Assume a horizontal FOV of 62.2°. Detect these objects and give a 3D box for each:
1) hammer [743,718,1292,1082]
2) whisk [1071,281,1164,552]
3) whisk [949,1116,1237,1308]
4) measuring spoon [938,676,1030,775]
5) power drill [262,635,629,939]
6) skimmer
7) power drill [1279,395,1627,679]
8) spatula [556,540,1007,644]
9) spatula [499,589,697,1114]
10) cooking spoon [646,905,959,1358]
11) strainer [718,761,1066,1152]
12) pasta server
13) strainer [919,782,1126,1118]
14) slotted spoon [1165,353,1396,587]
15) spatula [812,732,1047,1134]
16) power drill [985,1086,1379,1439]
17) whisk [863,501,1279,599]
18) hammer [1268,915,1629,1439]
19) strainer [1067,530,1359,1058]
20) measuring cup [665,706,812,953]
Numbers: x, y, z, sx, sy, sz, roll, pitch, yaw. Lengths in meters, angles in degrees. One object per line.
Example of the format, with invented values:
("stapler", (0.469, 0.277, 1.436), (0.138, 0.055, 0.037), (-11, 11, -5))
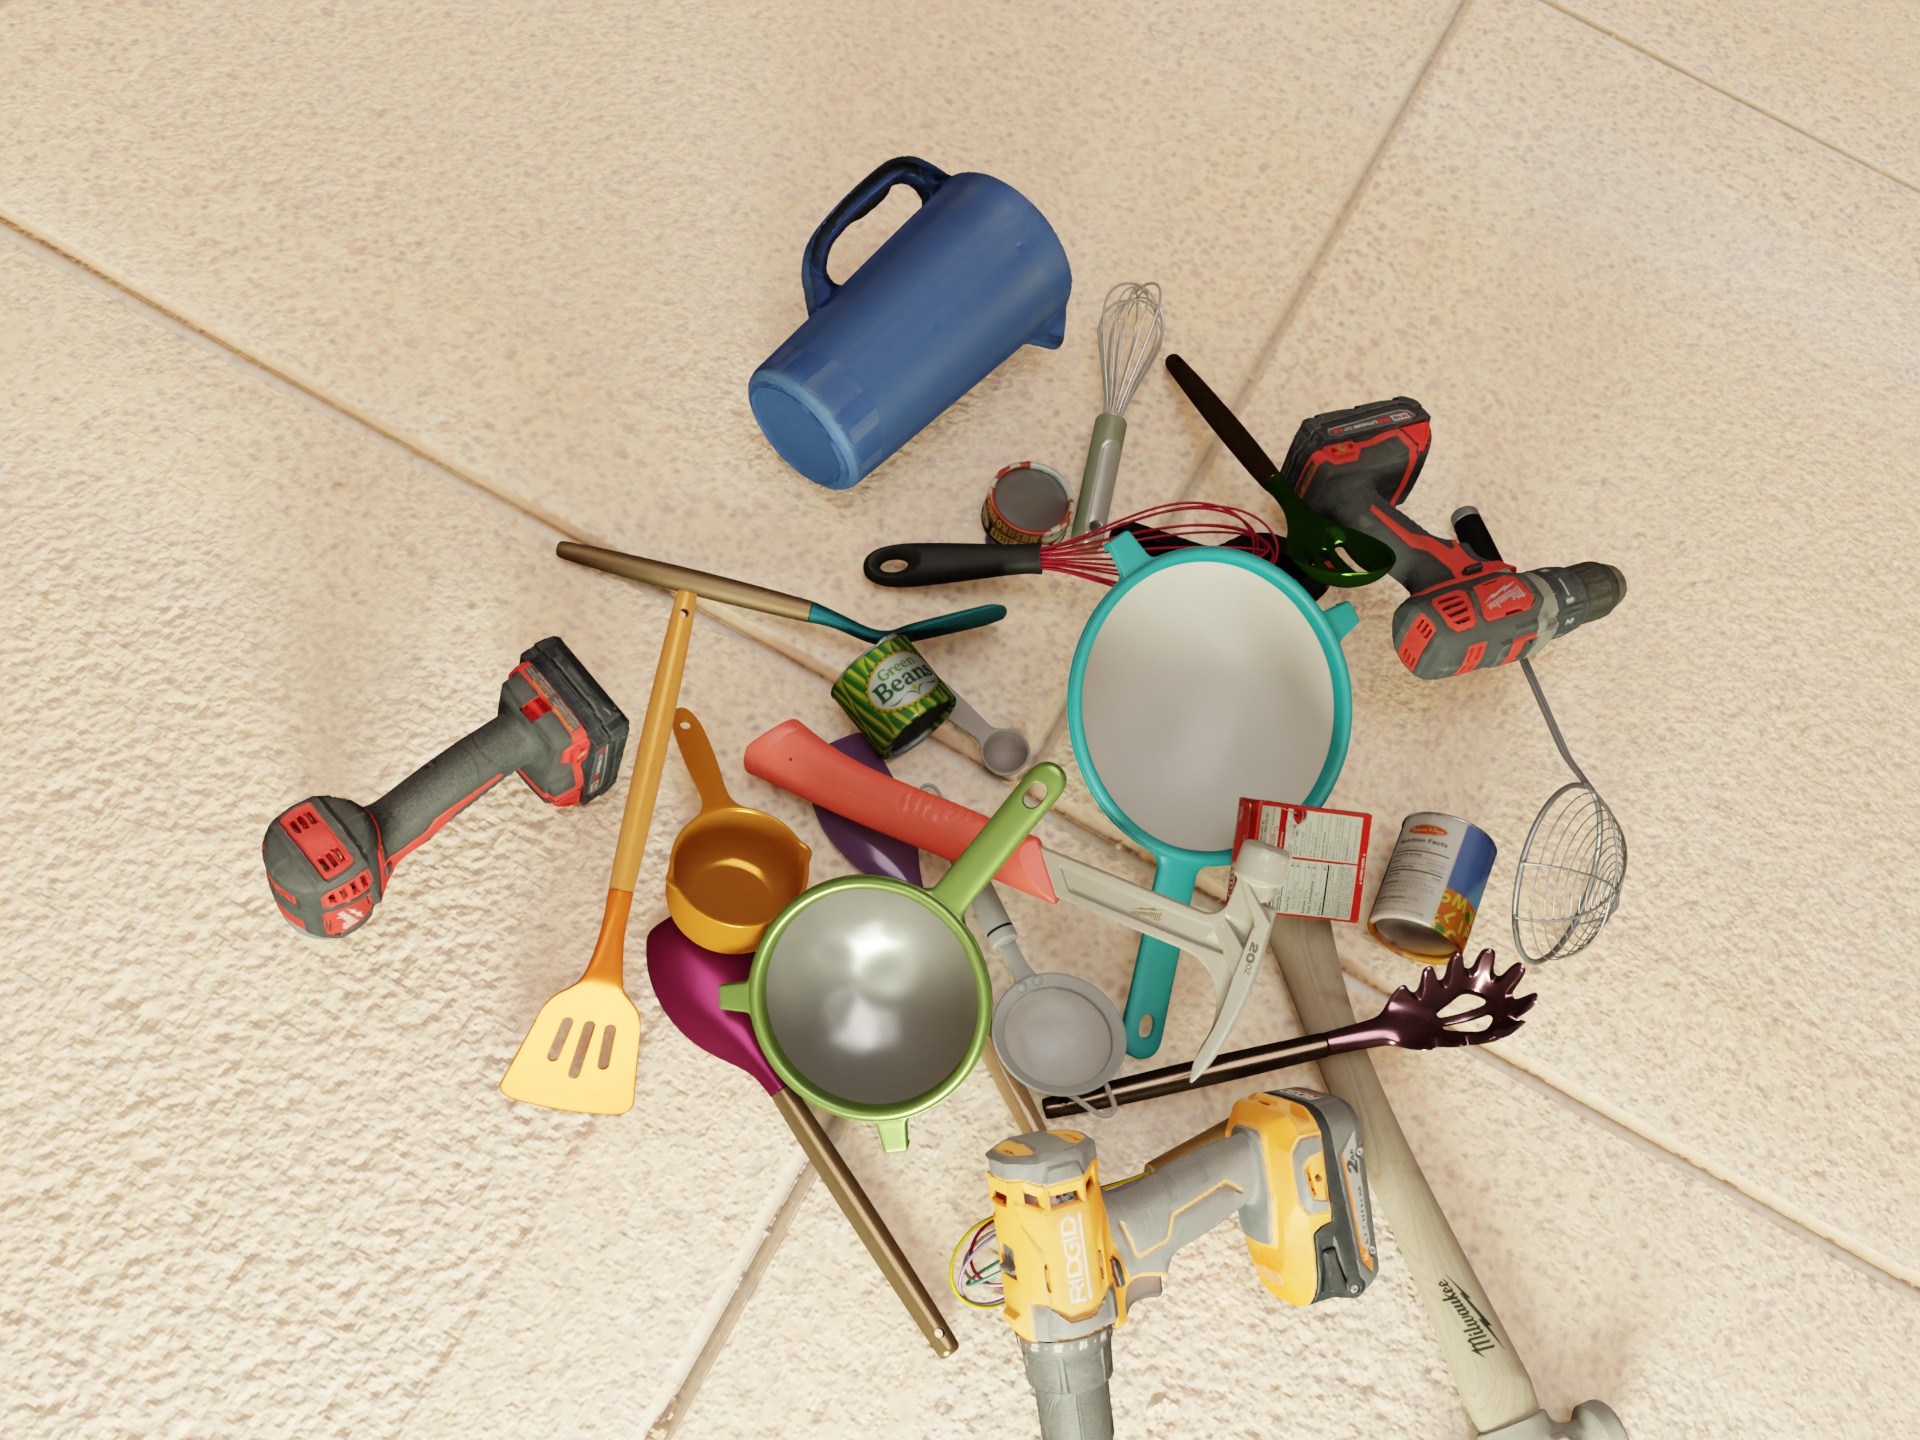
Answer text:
("hammer", (0.018, 0.091, 1.010), (0.359, 0.036, 0.149), (21, 93, 19))
("whisk", (0.118, -0.237, 1.224), (0.057, 0.059, 0.246), (26, 65, -29))
("whisk", (0.101, 0.290, 0.982), (0.245, 0.051, 0.047), (-22, 66, -22))
("measuring spoon", (-0.002, -0.004, 1.115), (0.124, 0.018, 0.034), (40, 72, 17))
("power drill", (-0.316, 0.052, 0.970), (0.220, 0.143, 0.078), (-37, 81, -29))
("skimmer", (0.394, -0.002, 1.158), (0.090, 0.127, 0.364), (-27, 51, 25))
("power drill", (0.357, -0.135, 1.162), (0.188, 0.080, 0.227), (-16, 55, -22))
("spatula", (-0.127, -0.093, 1.113), (0.317, 0.082, 0.044), (14, 87, 2))
("spatula", (-0.202, 0.078, 0.964), (0.081, 0.041, 0.323), (14, 82, -18))
("cooking spoon", (-0.096, 0.249, 0.978), (0.069, 0.017, 0.319), (-30, 73, -21))
("strainer", (-0.018, 0.125, 0.979), (0.151, 0.069, 0.256), (39, 97, 6))
("pasta server", (0.206, 0.208, 1.008), (0.316, 0.040, 0.060), (-12, 55, -2))
("strainer", (0.032, 0.148, 1.036), (0.087, 0.050, 0.259), (-17, 64, -23))
("slotted spoon", (0.220, -0.188, 1.166), (0.070, 0.031, 0.314), (-11, 44, -16))
("spatula", (-0.017, 0.147, 1.039), (0.060, 0.018, 0.316), (-24, 71, -16))
("power drill", (0.129, 0.319, 0.929), (0.226, 0.084, 0.185), (-7, 89, -23))
("whisk", (0.077, -0.116, 1.131), (0.296, 0.073, 0.073), (-2, 65, 6))
("hammer", (0.267, 0.287, 1.015), (0.146, 0.038, 0.411), (-15, 69, -15))
("strainer", (0.139, 0.053, 1.079), (0.211, 0.095, 0.340), (15, 85, -19))
("measuring cup", (-0.160, 0.072, 1.032), (0.095, 0.052, 0.174), (-10, 56, -25))
